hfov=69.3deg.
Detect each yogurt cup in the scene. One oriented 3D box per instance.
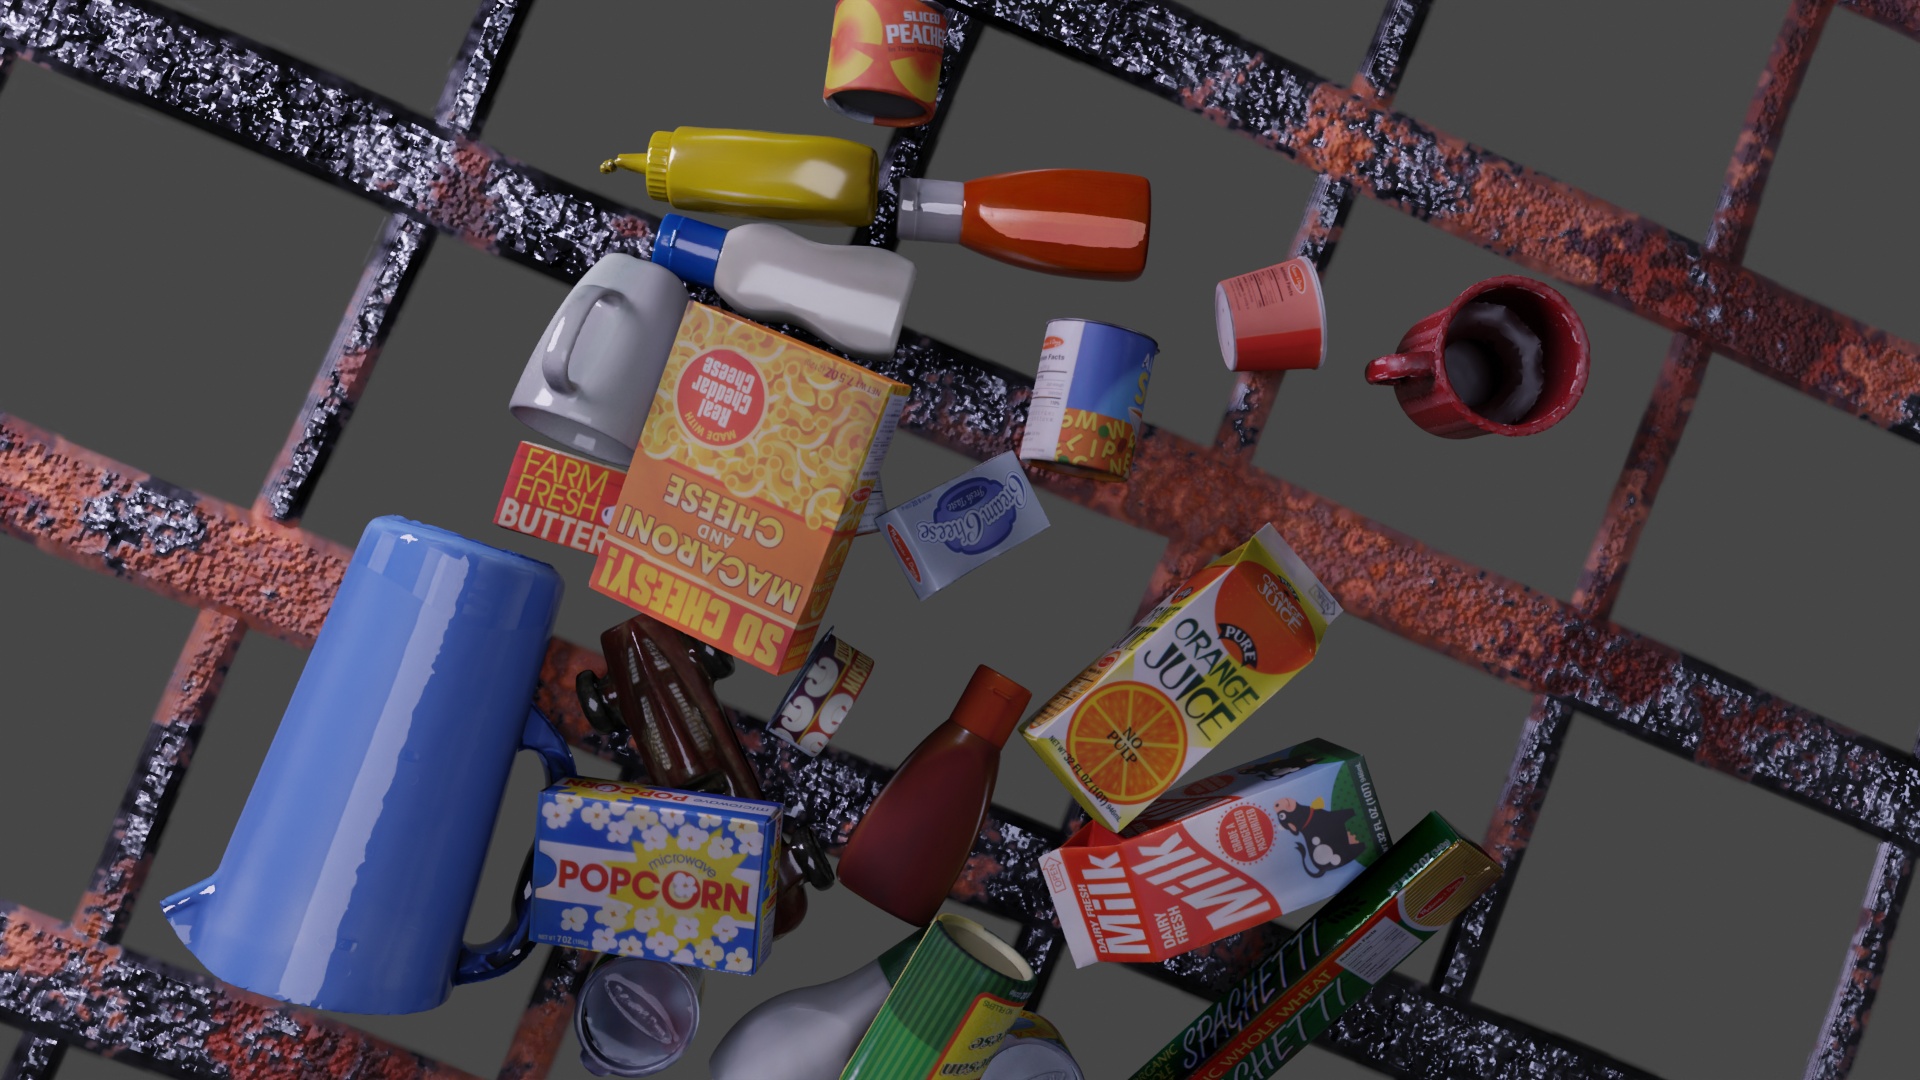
[{"bbox_3d":[0.184,-0.132,0.829,0.054,0.072,0.072,-9,89,2],"label":"yogurt cup"}]

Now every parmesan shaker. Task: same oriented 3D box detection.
[{"bbox_3d":[-0.012,0.263,0.747,0.071,0.071,0.103,30,92,-4],"label":"parmesan shaker"}]

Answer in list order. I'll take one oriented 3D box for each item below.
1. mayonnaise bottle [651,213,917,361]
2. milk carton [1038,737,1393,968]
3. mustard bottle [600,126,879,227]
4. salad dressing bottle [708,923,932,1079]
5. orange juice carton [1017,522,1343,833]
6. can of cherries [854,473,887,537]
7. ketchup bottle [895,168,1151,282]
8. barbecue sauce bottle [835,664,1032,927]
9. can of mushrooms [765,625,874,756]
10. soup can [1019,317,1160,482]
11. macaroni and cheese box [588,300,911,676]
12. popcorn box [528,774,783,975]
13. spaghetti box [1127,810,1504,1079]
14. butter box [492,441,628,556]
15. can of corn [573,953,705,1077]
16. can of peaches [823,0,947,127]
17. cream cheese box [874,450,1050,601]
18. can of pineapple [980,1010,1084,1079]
[{"bbox_3d":[-0.103,-0.153,0.811,0.148,0.041,0.065,16,85,-4],"label":"mayonnaise bottle"},{"bbox_3d":[0.145,0.182,0.804,0.191,0.073,0.072,-19,92,-6],"label":"milk carton"},{"bbox_3d":[-0.128,-0.212,0.800,0.160,0.065,0.049,6,91,-2],"label":"mustard bottle"},{"bbox_3d":[-0.069,0.274,0.793,0.148,0.044,0.064,-31,89,-8],"label":"salad dressing bottle"},{"bbox_3d":[0.131,0.076,0.808,0.193,0.073,0.072,-40,92,-7],"label":"orange juice carton"},{"bbox_3d":[-0.079,-0.028,0.797,0.071,0.071,0.058,-12,90,-6],"label":"can of cherries"},{"bbox_3d":[0.037,-0.191,0.825,0.149,0.043,0.064,4,86,-6],"label":"ketchup bottle"},{"bbox_3d":[-0.010,0.144,0.805,0.065,0.043,0.148,30,84,-3],"label":"barbecue sauce bottle"},{"bbox_3d":[-0.078,0.086,0.788,0.033,0.071,0.071,33,85,-4],"label":"can of mushrooms"},{"bbox_3d":[0.077,-0.080,0.814,0.071,0.071,0.084,12,87,-5],"label":"soup can"},{"bbox_3d":[-0.114,-0.028,0.749,0.124,0.040,0.166,24,99,13],"label":"macaroni and cheese box"},{"bbox_3d":[-0.162,0.178,0.747,0.127,0.038,0.085,7,97,6],"label":"popcorn box"},{"bbox_3d":[0.194,0.251,0.784,0.249,0.029,0.050,-46,122,12],"label":"spaghetti box"},{"bbox_3d":[-0.210,-0.018,0.801,0.103,0.024,0.053,17,85,-5],"label":"butter box"},{"bbox_3d":[-0.179,0.258,0.774,0.071,0.058,0.071,0,88,-6],"label":"can of corn"},{"bbox_3d":[-0.042,-0.279,0.808,0.071,0.071,0.058,8,88,-5],"label":"can of peaches"},{"bbox_3d":[0.003,-0.010,0.797,0.104,0.024,0.053,-29,92,-42],"label":"cream cheese box"},{"bbox_3d":[0.034,0.307,0.794,0.071,0.058,0.071,0,87,-6],"label":"can of pineapple"}]
